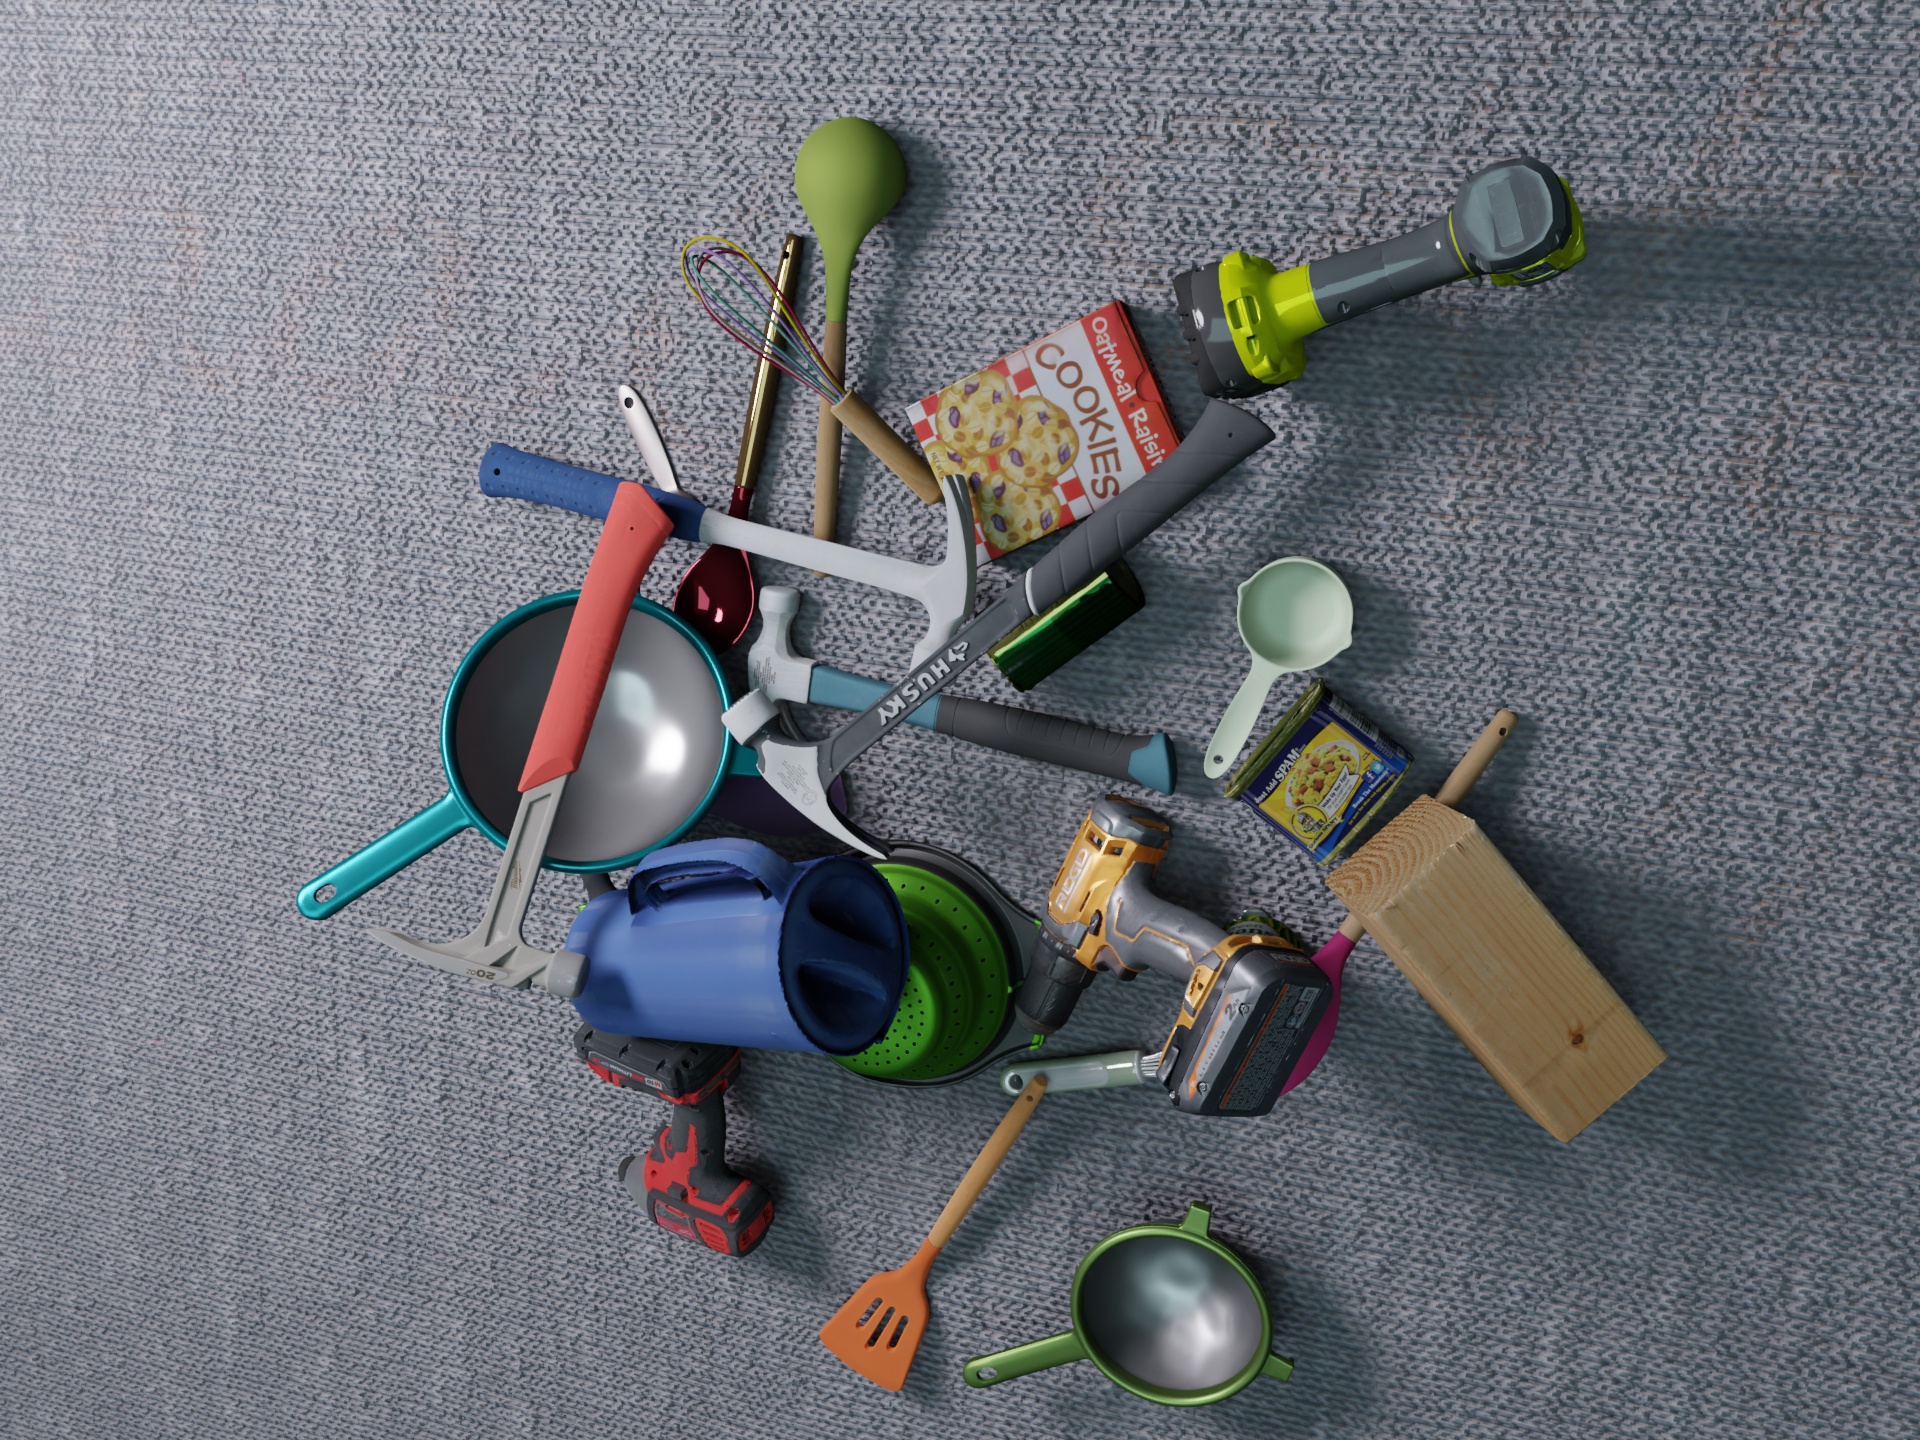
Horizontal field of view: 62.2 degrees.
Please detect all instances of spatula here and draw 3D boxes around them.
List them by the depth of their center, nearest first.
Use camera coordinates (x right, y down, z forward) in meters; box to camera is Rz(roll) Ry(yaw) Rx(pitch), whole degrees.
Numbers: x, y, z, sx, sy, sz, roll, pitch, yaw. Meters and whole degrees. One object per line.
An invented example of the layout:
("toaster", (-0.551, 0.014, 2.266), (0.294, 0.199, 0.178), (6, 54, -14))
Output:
("spatula", (-0.011, 0.399, 1.249), (0.081, 0.041, 0.322), (32, 117, 8))
("spatula", (-0.239, 0.069, 1.265), (0.316, 0.018, 0.059), (-3, 108, 17))

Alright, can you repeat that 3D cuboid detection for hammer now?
("hammer", (0.036, -0.068, 1.055), (0.409, 0.036, 0.149), (-38, 92, 13))
("hammer", (-0.286, 0.004, 1.111), (0.149, 0.036, 0.359), (16, 83, 0))
("hammer", (-0.174, -0.145, 1.153), (0.405, 0.035, 0.144), (17, 104, 19))
("hammer", (-0.002, -0.004, 1.164), (0.331, 0.033, 0.128), (13, 106, 14))

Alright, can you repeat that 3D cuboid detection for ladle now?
("ladle", (-0.087, -0.260, 1.133), (0.078, 0.062, 0.320), (9, 112, 8))
("ladle", (-0.156, -0.198, 1.171), (0.069, 0.031, 0.315), (20, 106, 21))

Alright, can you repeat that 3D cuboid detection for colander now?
("colander", (-0.133, 0.192, 1.219), (0.397, 0.094, 0.204), (6, 104, 16))

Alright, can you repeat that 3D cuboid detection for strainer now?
("strainer", (-0.323, 0.049, 1.175), (0.340, 0.095, 0.211), (-33, 82, -10))
("strainer", (0.118, 0.453, 1.216), (0.256, 0.069, 0.151), (-26, 96, 22))

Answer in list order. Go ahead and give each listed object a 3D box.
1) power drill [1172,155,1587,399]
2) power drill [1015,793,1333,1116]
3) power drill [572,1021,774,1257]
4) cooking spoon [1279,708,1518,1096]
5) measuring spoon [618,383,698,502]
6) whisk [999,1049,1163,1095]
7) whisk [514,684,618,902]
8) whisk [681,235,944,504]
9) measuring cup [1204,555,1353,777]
("power drill", (0.257, -0.265, 0.958), (0.223, 0.171, 0.080), (-14, 93, 28))
("power drill", (0.128, 0.180, 1.089), (0.226, 0.084, 0.185), (42, 113, 49))
("power drill", (-0.229, 0.322, 1.268), (0.143, 0.078, 0.219), (13, 124, 29))
("cooking spoon", (0.277, 0.126, 1.074), (0.068, 0.017, 0.319), (34, 96, -3))
("measuring spoon", (-0.232, -0.196, 1.199), (0.034, 0.018, 0.124), (-23, 94, 21))
("whisk", (0.141, 0.256, 1.174), (0.246, 0.059, 0.058), (-12, 89, 24))
("whisk", (-0.313, 0.061, 1.250), (0.070, 0.070, 0.284), (-24, 88, 21))
("whisk", (-0.096, -0.237, 1.091), (0.047, 0.051, 0.244), (-43, 112, 10))
("measuring cup", (0.210, -0.035, 1.089), (0.083, 0.038, 0.167), (28, 111, 9))
